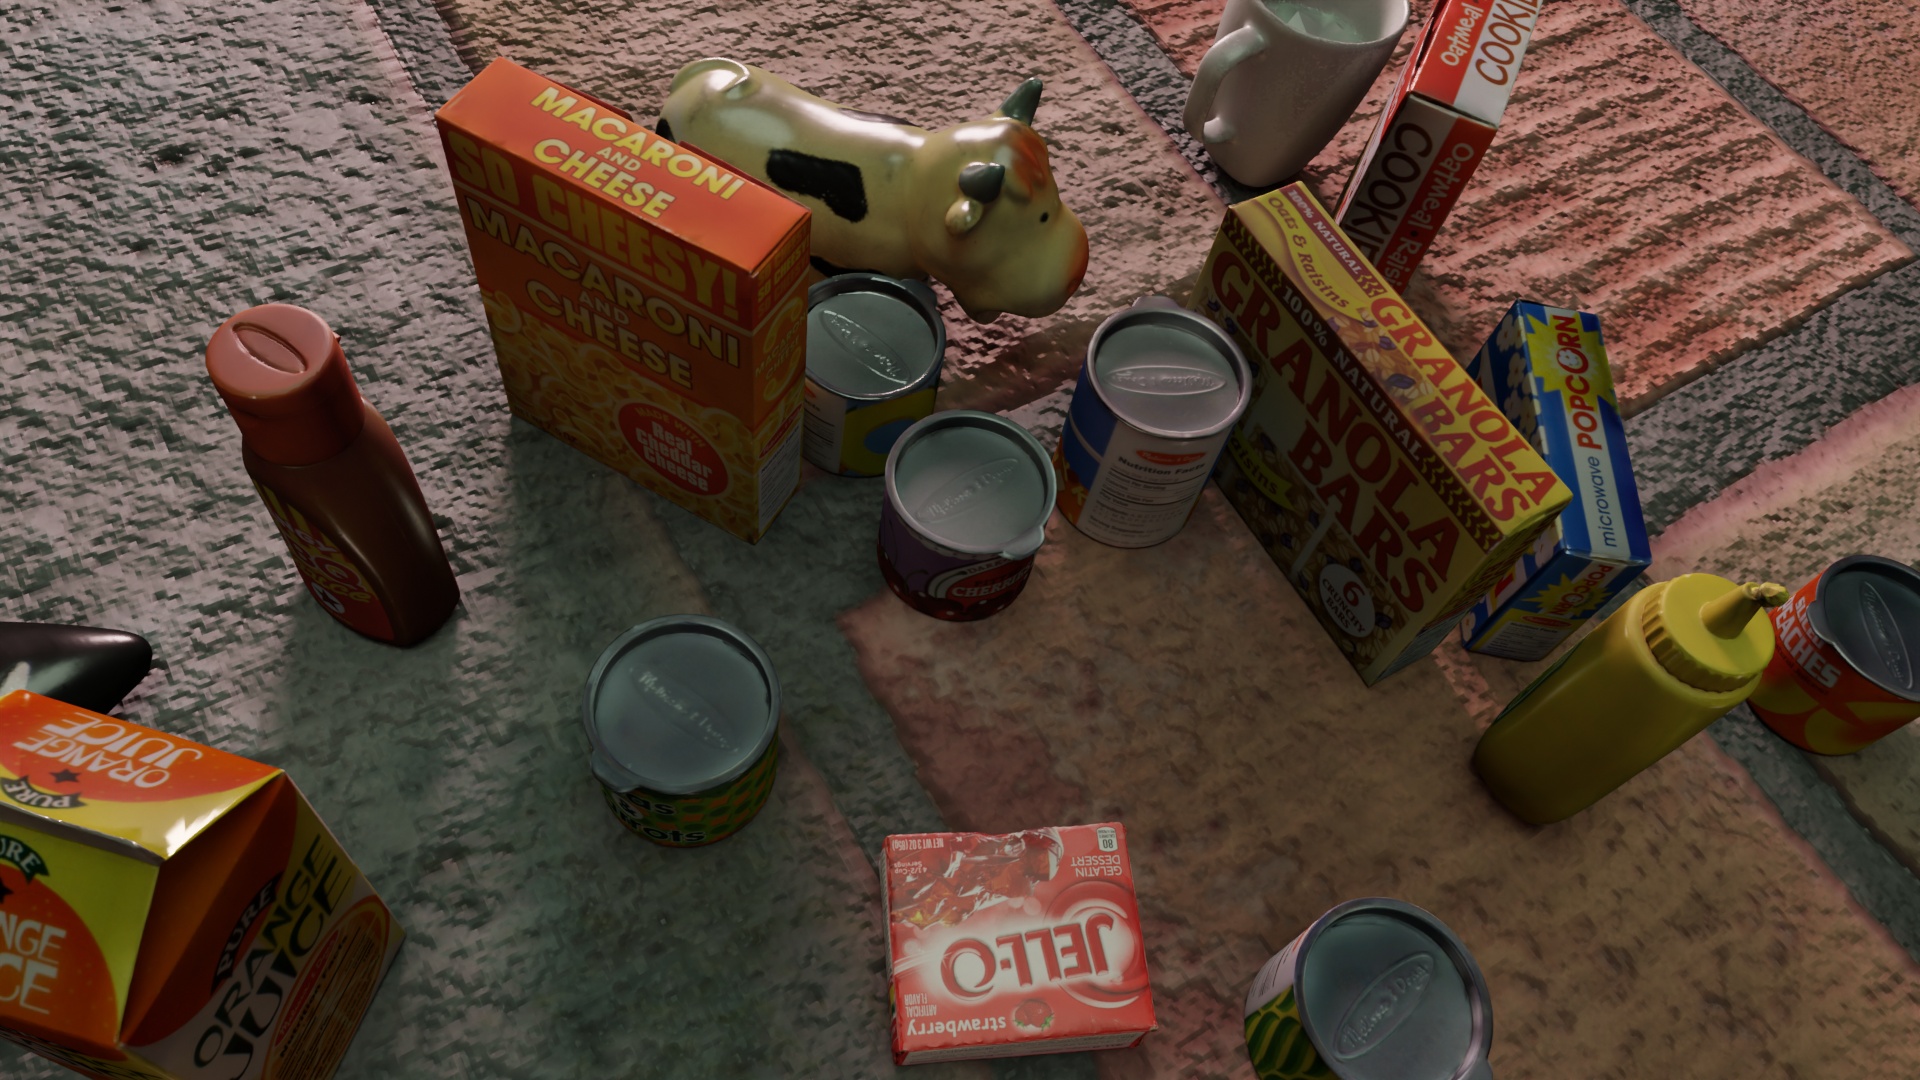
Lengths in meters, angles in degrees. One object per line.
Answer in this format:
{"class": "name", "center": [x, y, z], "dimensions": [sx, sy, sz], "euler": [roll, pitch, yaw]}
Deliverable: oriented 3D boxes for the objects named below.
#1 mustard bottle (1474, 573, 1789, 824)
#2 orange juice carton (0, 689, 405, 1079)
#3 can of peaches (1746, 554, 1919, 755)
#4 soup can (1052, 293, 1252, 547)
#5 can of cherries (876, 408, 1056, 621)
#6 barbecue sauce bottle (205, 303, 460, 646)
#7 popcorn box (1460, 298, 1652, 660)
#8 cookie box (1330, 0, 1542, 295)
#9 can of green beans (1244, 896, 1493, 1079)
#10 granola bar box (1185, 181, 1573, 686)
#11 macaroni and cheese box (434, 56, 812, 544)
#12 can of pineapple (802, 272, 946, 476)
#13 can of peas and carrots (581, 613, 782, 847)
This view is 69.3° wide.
{"class": "mustard bottle", "center": [0.241, 0.051, 0.493], "dimensions": [0.065, 0.159, 0.049], "euler": [-31, 68, -24]}
{"class": "orange juice carton", "center": [-0.218, 0.103, 0.373], "dimensions": [0.072, 0.191, 0.073], "euler": [17, 58, 2]}
{"class": "can of peaches", "center": [0.365, 0.048, 0.574], "dimensions": [0.071, 0.057, 0.071], "euler": [4, 59, -6]}
{"class": "soup can", "center": [0.076, -0.047, 0.573], "dimensions": [0.071, 0.083, 0.071], "euler": [4, 59, -6]}
{"class": "can of cherries", "center": [0.002, -0.007, 0.552], "dimensions": [0.071, 0.058, 0.072], "euler": [4, 59, -6]}
{"class": "barbecue sauce bottle", "center": [-0.214, -0.020, 0.474], "dimensions": [0.065, 0.147, 0.044], "euler": [32, 60, 11]}
{"class": "popcorn box", "center": [0.239, -0.025, 0.583], "dimensions": [0.038, 0.084, 0.127], "euler": [7, 58, -4]}
{"class": "cookie box", "center": [0.195, -0.163, 0.613], "dimensions": [0.040, 0.166, 0.123], "euler": [24, 59, 6]}
{"class": "can of green beans", "center": [0.136, 0.162, 0.470], "dimensions": [0.071, 0.057, 0.071], "euler": [4, 59, -6]}
{"class": "granola bar box", "center": [0.151, -0.041, 0.557], "dimensions": [0.039, 0.123, 0.166], "euler": [-23, 65, -20]}
{"class": "macaroni and cheese box", "center": [-0.118, -0.081, 0.516], "dimensions": [0.124, 0.165, 0.040], "euler": [28, 59, 8]}
{"class": "can of pineapple", "center": [-0.040, -0.069, 0.584], "dimensions": [0.071, 0.057, 0.071], "euler": [4, 59, -6]}
{"class": "can of peas and carrots", "center": [-0.098, 0.070, 0.490], "dimensions": [0.071, 0.058, 0.071], "euler": [4, 59, -6]}
